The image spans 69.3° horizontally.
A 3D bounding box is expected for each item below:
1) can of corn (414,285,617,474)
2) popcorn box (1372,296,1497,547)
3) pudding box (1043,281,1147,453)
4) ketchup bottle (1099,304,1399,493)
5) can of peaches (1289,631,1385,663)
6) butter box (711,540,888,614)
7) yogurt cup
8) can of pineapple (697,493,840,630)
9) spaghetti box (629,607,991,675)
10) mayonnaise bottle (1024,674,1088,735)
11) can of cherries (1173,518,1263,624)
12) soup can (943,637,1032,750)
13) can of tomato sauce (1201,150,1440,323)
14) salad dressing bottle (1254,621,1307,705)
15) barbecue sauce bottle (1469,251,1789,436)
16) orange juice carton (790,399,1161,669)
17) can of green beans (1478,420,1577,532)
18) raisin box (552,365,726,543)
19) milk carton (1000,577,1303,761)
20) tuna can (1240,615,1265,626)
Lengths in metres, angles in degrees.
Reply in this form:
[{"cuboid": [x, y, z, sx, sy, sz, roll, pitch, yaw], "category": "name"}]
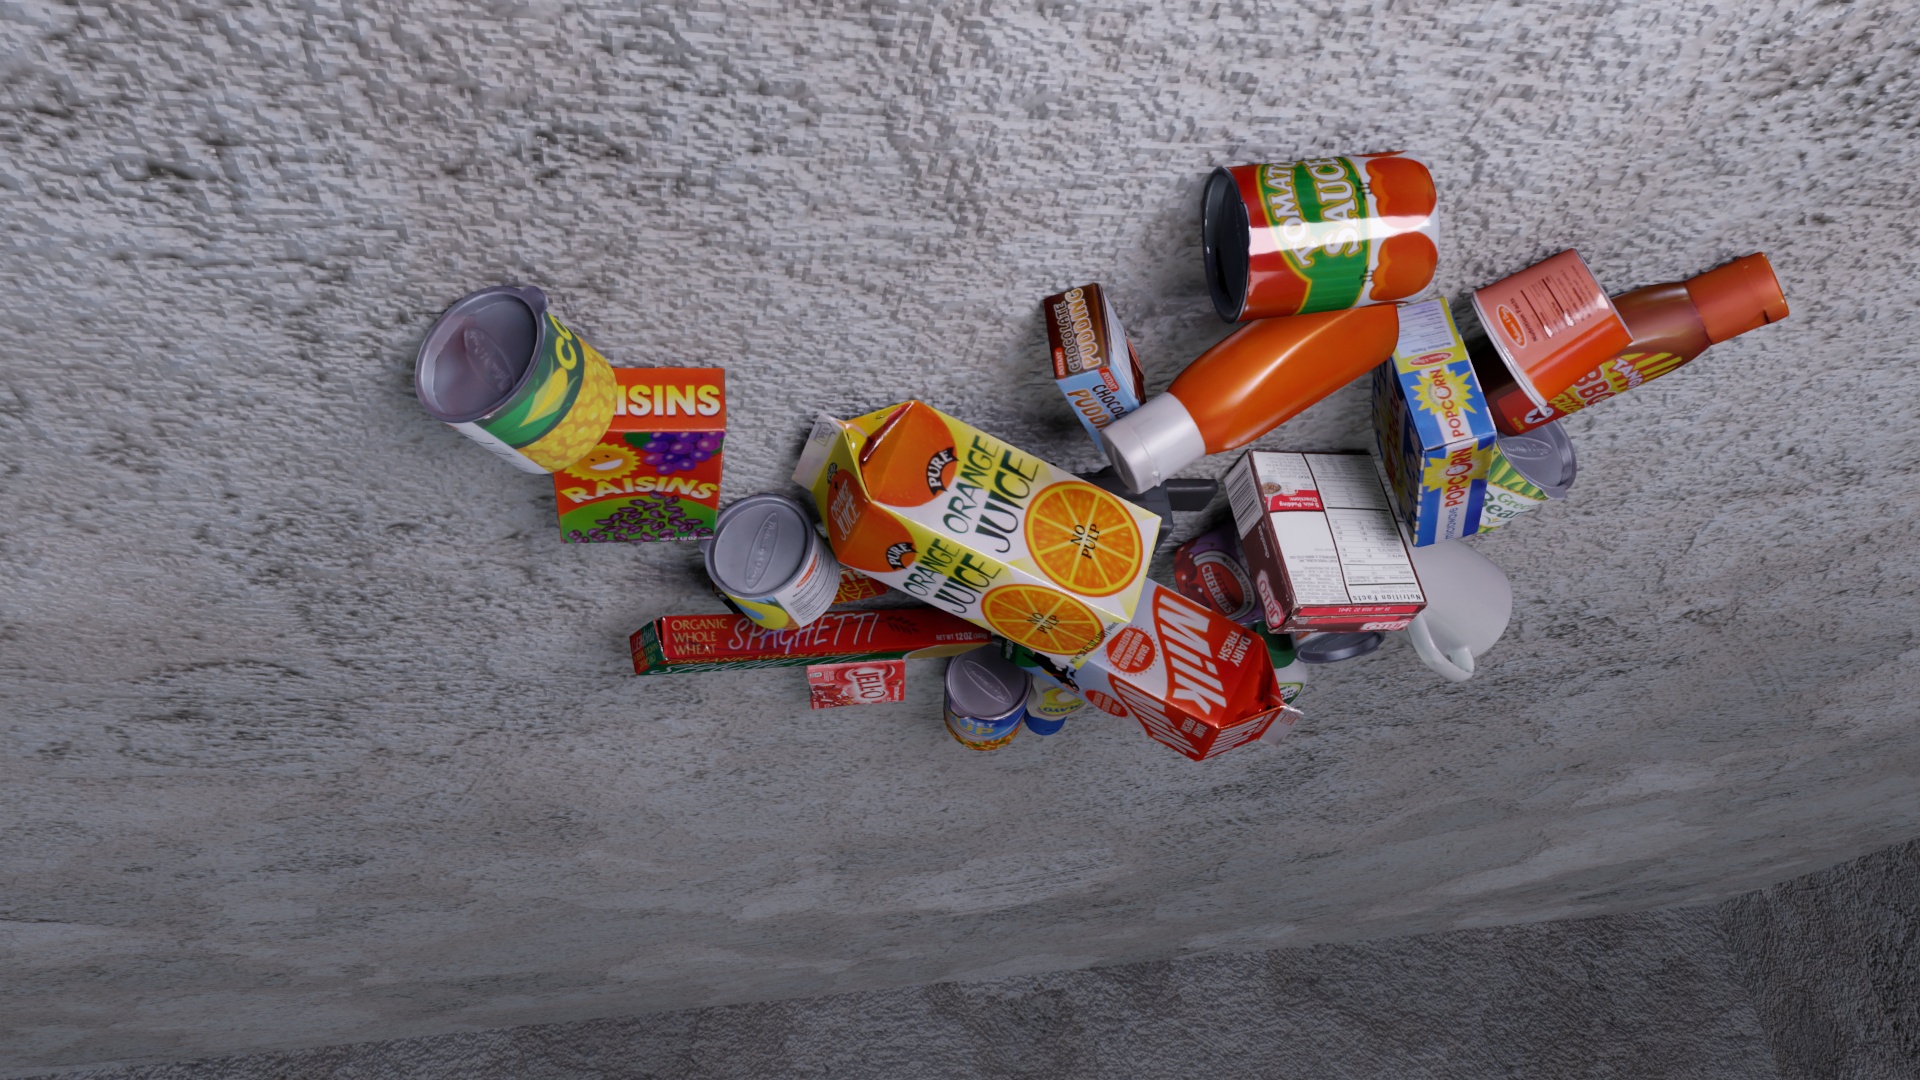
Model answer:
[{"cuboid": [-0.194, -0.072, 0.618, 0.071, 0.071, 0.058, -16, 154, 15], "category": "can of corn"}, {"cuboid": [0.252, -0.060, 0.748, 0.038, 0.085, 0.126, -14, 153, 9], "category": "popcorn box"}, {"cuboid": [0.070, -0.083, 0.687, 0.030, 0.050, 0.083, -15, 154, 17], "category": "pudding box"}, {"cuboid": [0.139, -0.075, 0.671, 0.149, 0.044, 0.064, -32, 149, -5], "category": "ketchup bottle"}, {"cuboid": [0.273, 0.052, 1.021, 0.071, 0.058, 0.071, -7, 154, -3], "category": "can of peaches"}, {"cuboid": [-0.102, 0.025, 0.891, 0.103, 0.024, 0.053, -11, 155, 6], "category": "butter box"}, {"cuboid": [0.294, -0.108, 0.689, 0.053, 0.072, 0.072, -32, 146, 26], "category": "yogurt cup"}, {"cuboid": [-0.111, 0.013, 0.819, 0.071, 0.071, 0.057, -12, 154, 7], "category": "can of pineapple"}, {"cuboid": [-0.094, 0.065, 0.928, 0.251, 0.029, 0.050, 0, 164, -35], "category": "spaghetti box"}, {"cuboid": [0.079, 0.117, 1.118, 0.065, 0.041, 0.147, -5, 154, -9], "category": "mayonnaise bottle"}, {"cuboid": [0.182, 0.021, 0.916, 0.071, 0.072, 0.058, 17, 146, -41], "category": "can of cherries"}, {"cuboid": [0.018, 0.122, 1.079, 0.071, 0.071, 0.083, -6, 155, -5], "category": "soup can"}, {"cuboid": [0.153, -0.131, 0.593, 0.083, 0.071, 0.071, -7, 154, -4], "category": "can of tomato sauce"}, {"cuboid": [0.253, 0.100, 1.130, 0.064, 0.044, 0.147, -8, 154, 3], "category": "salad dressing bottle"}, {"cuboid": [0.351, -0.104, 0.734, 0.148, 0.044, 0.065, -24, 149, 29], "category": "barbecue sauce bottle"}, {"cuboid": [0.003, -0.009, 0.753, 0.193, 0.073, 0.071, 25, 148, -7], "category": "orange juice carton"}, {"cuboid": [0.317, -0.045, 0.821, 0.071, 0.071, 0.057, 6, 151, -27], "category": "can of green beans"}, {"cuboid": [-0.166, -0.042, 0.717, 0.086, 0.040, 0.122, -1, 155, -13], "category": "raisin box"}, {"cuboid": [0.127, 0.079, 0.904, 0.191, 0.074, 0.072, 28, 156, 11], "category": "milk carton"}, {"cuboid": [0.204, 0.035, 0.994, 0.071, 0.033, 0.070, -6, 155, -3], "category": "tuna can"}]
